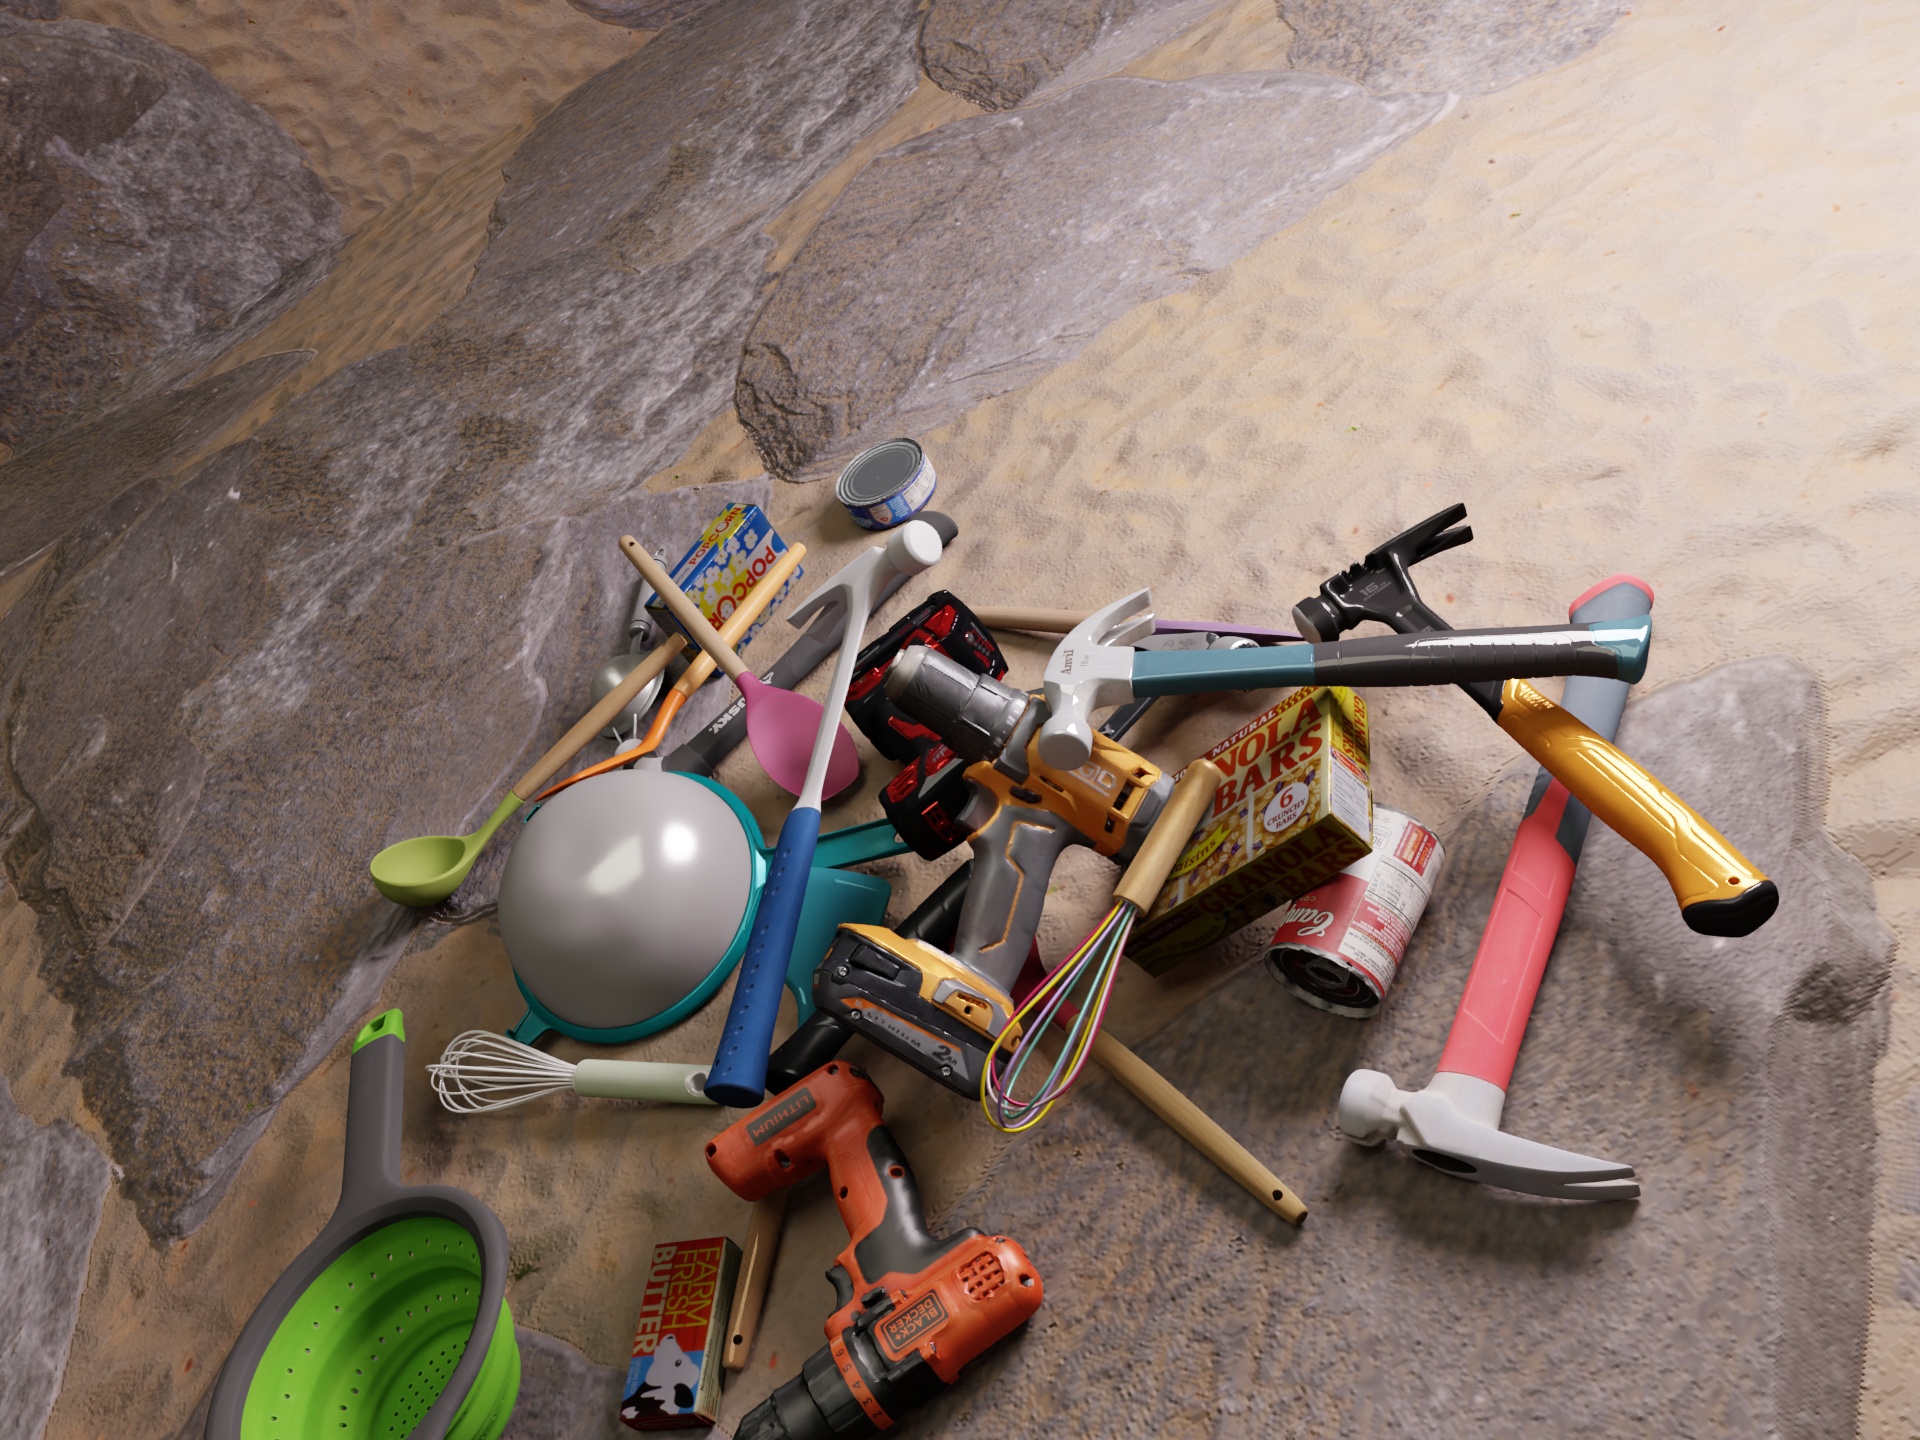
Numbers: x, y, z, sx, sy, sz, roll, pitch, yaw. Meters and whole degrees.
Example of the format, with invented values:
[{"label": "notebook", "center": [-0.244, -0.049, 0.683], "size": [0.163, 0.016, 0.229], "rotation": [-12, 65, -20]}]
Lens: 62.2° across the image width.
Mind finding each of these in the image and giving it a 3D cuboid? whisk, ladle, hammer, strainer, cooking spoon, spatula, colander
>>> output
[{"label": "whisk", "center": [-0.261, 0.242, 1.078], "size": [0.246, 0.059, 0.058], "rotation": [-3, 68, 24]}, {"label": "ladle", "center": [0.082, 0.191, 0.922], "size": [0.069, 0.031, 0.316], "rotation": [-45, 43, -11]}, {"label": "whisk", "center": [0.081, 0.118, 0.880], "size": [0.047, 0.051, 0.245], "rotation": [33, 68, 1]}, {"label": "hammer", "center": [-0.124, -0.050, 1.282], "size": [0.335, 0.035, 0.146], "rotation": [-45, 41, -14]}, {"label": "ladle", "center": [-0.348, 0.035, 1.288], "size": [0.320, 0.062, 0.078], "rotation": [-43, 30, 4]}, {"label": "strainer", "center": [-0.288, -0.074, 1.410], "size": [0.087, 0.050, 0.259], "rotation": [-30, 35, 26]}, {"label": "hammer", "center": [0.326, -0.004, 0.889], "size": [0.127, 0.034, 0.337], "rotation": [-33, 43, -1]}, {"label": "cooking spoon", "center": [-0.183, -0.049, 1.243], "size": [0.069, 0.017, 0.319], "rotation": [-34, 59, -17]}, {"label": "spatula", "center": [-0.107, 0.236, 0.985], "size": [0.082, 0.044, 0.318], "rotation": [7, 52, 4]}, {"label": "spatula", "center": [-0.219, -0.043, 1.278], "size": [0.081, 0.041, 0.323], "rotation": [-23, 27, 52]}, {"label": "hammer", "center": [0.335, 0.071, 0.866], "size": [0.143, 0.038, 0.386], "rotation": [7, 55, 36]}, {"label": "hammer", "center": [-0.102, 0.054, 1.040], "size": [0.144, 0.035, 0.406], "rotation": [-26, 42, 45]}, {"label": "hammer", "center": [0.021, 0.084, 1.020], "size": [0.409, 0.036, 0.149], "rotation": [-45, 25, -16]}, {"label": "strainer", "center": [-0.191, 0.098, 1.106], "size": [0.340, 0.095, 0.211], "rotation": [-15, 57, 17]}, {"label": "colander", "center": [-0.350, 0.343, 1.002], "size": [0.204, 0.094, 0.398], "rotation": [-30, 36, 4]}, {"label": "hammer", "center": [0.212, -0.031, 0.889], "size": [0.331, 0.033, 0.128], "rotation": [-3, 41, 12]}, {"label": "spatula", "center": [0.113, -0.068, 1.147], "size": [0.316, 0.059, 0.018], "rotation": [7, 93, 42]}]

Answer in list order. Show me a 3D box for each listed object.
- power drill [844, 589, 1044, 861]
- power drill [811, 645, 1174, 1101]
[{"label": "power drill", "center": [-0.002, -0.003, 1.079], "size": [0.143, 0.078, 0.220], "rotation": [-39, 26, 3]}, {"label": "power drill", "center": [-0.003, 0.081, 0.926], "size": [0.226, 0.185, 0.084], "rotation": [-59, 4, -14]}]
